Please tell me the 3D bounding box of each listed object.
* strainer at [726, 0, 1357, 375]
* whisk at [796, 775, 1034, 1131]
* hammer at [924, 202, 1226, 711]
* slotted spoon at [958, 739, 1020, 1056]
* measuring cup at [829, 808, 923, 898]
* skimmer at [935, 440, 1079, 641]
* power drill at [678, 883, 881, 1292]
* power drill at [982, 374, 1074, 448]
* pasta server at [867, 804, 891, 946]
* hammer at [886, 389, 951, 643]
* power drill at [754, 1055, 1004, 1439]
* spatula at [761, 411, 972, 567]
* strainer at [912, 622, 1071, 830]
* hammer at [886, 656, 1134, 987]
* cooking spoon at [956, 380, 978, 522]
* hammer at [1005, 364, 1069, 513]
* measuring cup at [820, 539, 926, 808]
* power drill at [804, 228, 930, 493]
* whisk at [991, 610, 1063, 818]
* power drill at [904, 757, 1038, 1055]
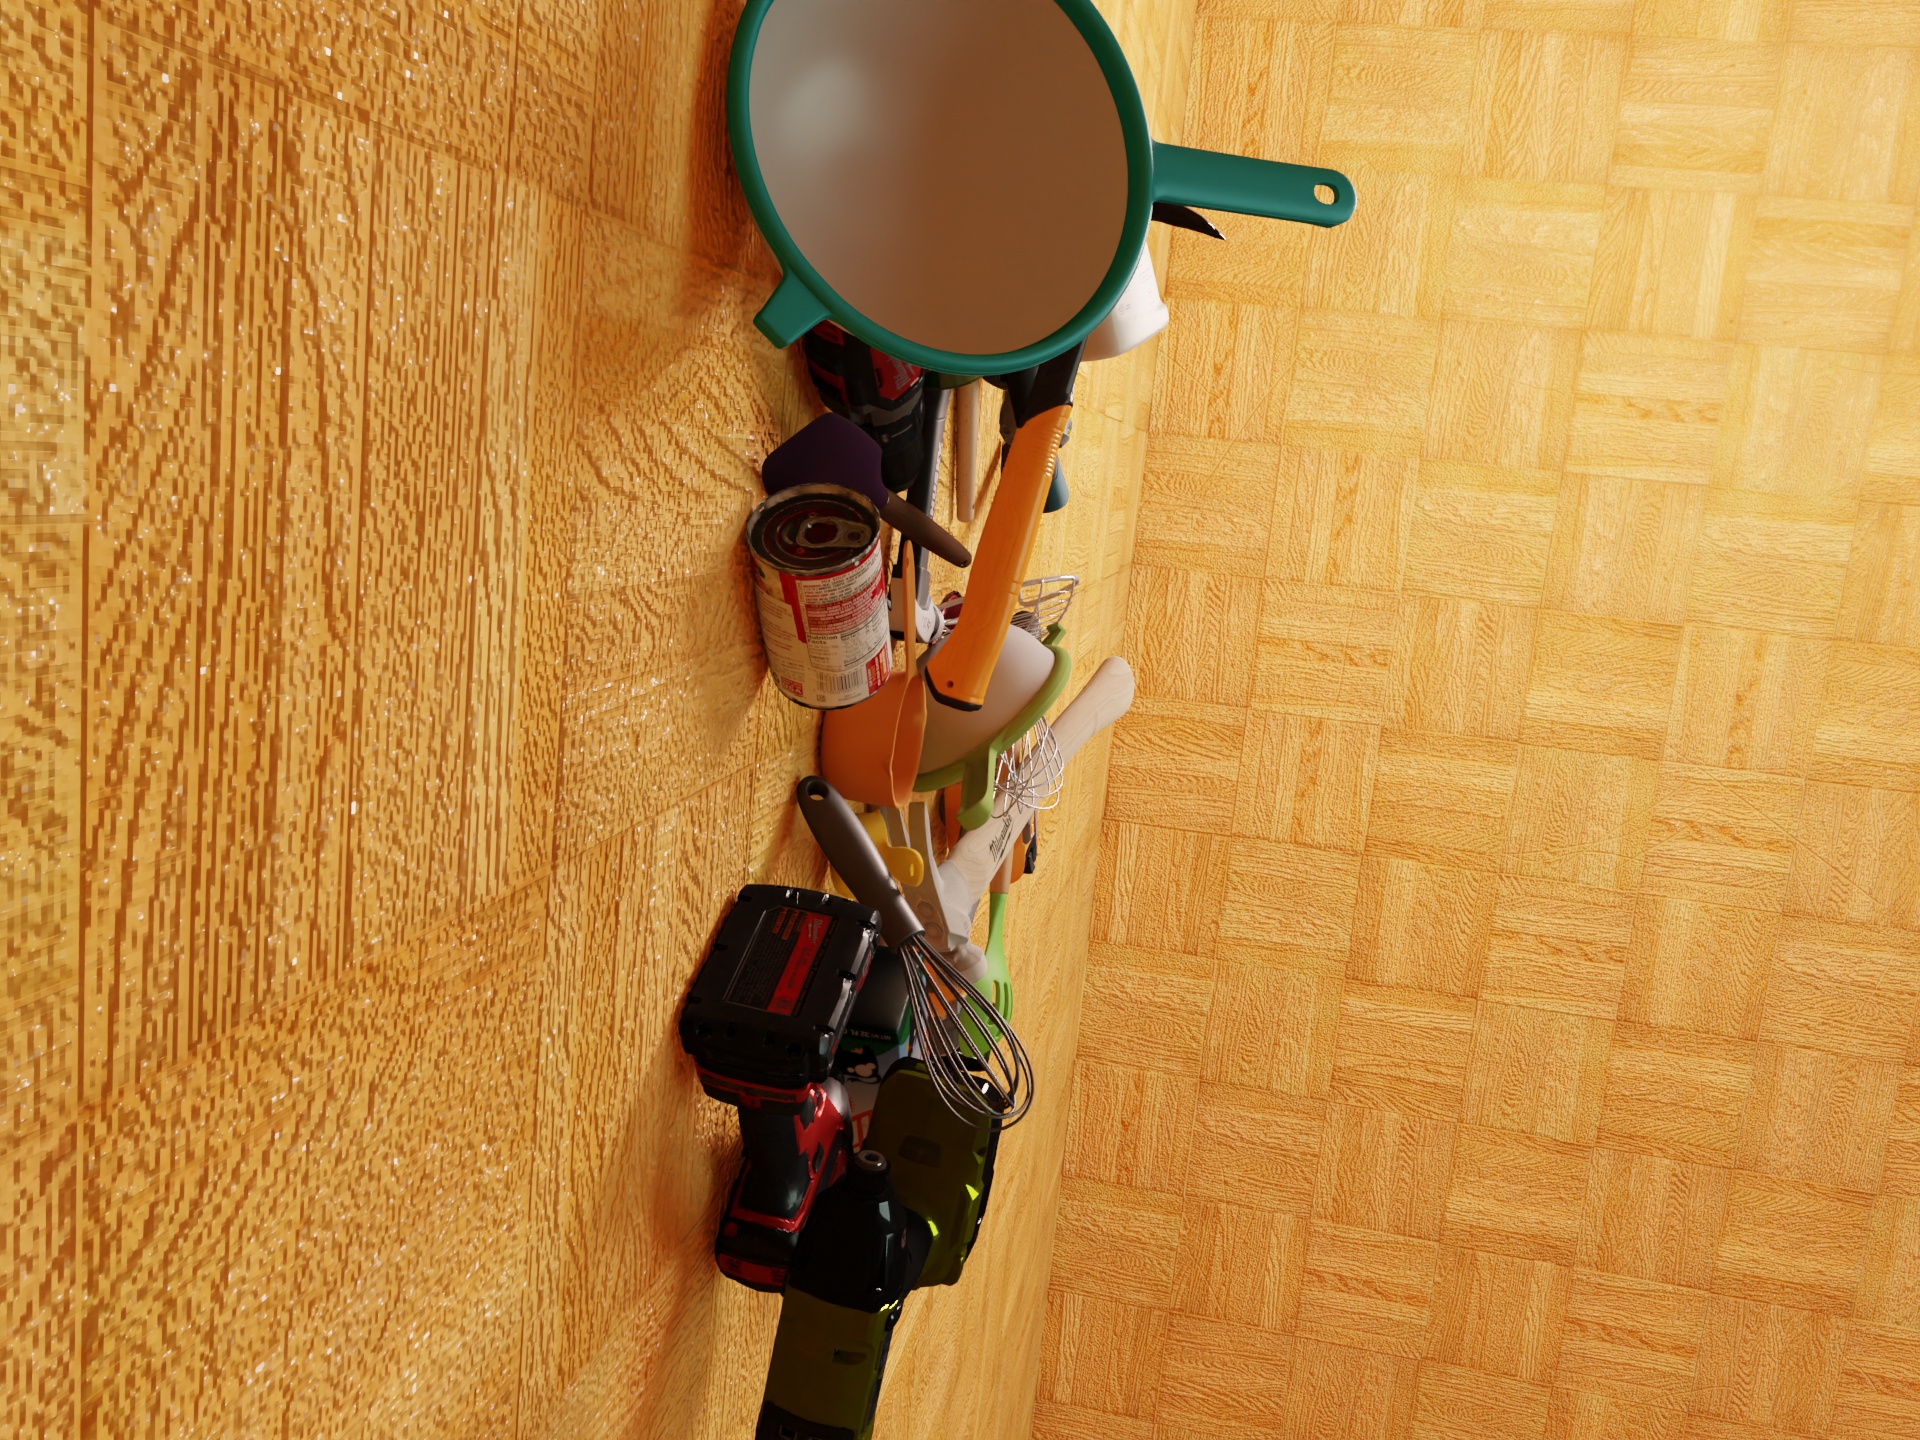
[{"bbox_3d":[0.035,-0.260,0.775,0.095,0.340,0.211,-5,-92,62],"label":"strainer"},{"bbox_3d":[-0.033,0.126,0.904,0.239,0.055,0.055,56,-8,24],"label":"whisk"},{"bbox_3d":[0.053,-0.165,0.988,0.034,0.127,0.337,4,105,-64],"label":"hammer"},{"bbox_3d":[0.032,0.114,1.289,0.070,0.031,0.314,23,68,-59],"label":"slotted spoon"},{"bbox_3d":[-0.054,0.087,0.981,0.156,0.029,0.062,176,-84,-74],"label":"measuring cup"},{"bbox_3d":[0.034,-0.168,1.322,0.364,0.127,0.090,-87,157,-52],"label":"skimmer"},{"bbox_3d":[-0.094,0.202,0.887,0.143,0.078,0.219,-69,166,-49],"label":"power drill"},{"bbox_3d":[0.060,-0.324,1.248,0.228,0.080,0.190,-9,104,-83],"label":"power drill"},{"bbox_3d":[-0.054,0.143,1.162,0.060,0.040,0.316,-40,136,-59],"label":"pasta server"},{"bbox_3d":[-0.019,-0.222,1.096,0.146,0.035,0.335,12,86,-80],"label":"hammer"},{"bbox_3d":[-0.041,0.279,0.866,0.223,0.080,0.171,-37,140,-74],"label":"power drill"},{"bbox_3d":[-0.043,-0.124,0.933,0.018,0.060,0.315,57,11,13],"label":"spatula"},{"bbox_3d":[-0.002,-0.003,1.077,0.069,0.151,0.256,51,15,-15],"label":"strainer"},{"bbox_3d":[0.057,0.038,1.280,0.411,0.038,0.146,-48,127,-53],"label":"hammer"},{"bbox_3d":[0.006,-0.302,1.225,0.069,0.017,0.318,-67,161,-58],"label":"cooking spoon"},{"bbox_3d":[0.030,-0.300,1.057,0.128,0.033,0.330,-84,163,-65],"label":"hammer"},{"bbox_3d":[-0.055,-0.030,0.994,0.095,0.052,0.173,-58,151,-67],"label":"measuring cup"},{"bbox_3d":[0.004,-0.246,0.899,0.227,0.080,0.187,-46,156,-18],"label":"power drill"},{"bbox_3d":[0.045,-0.014,1.215,0.285,0.070,0.070,-84,176,-60],"label":"whisk"},{"bbox_3d":[0.004,0.164,1.383,0.226,0.084,0.185,-66,161,-44],"label":"power drill"}]
